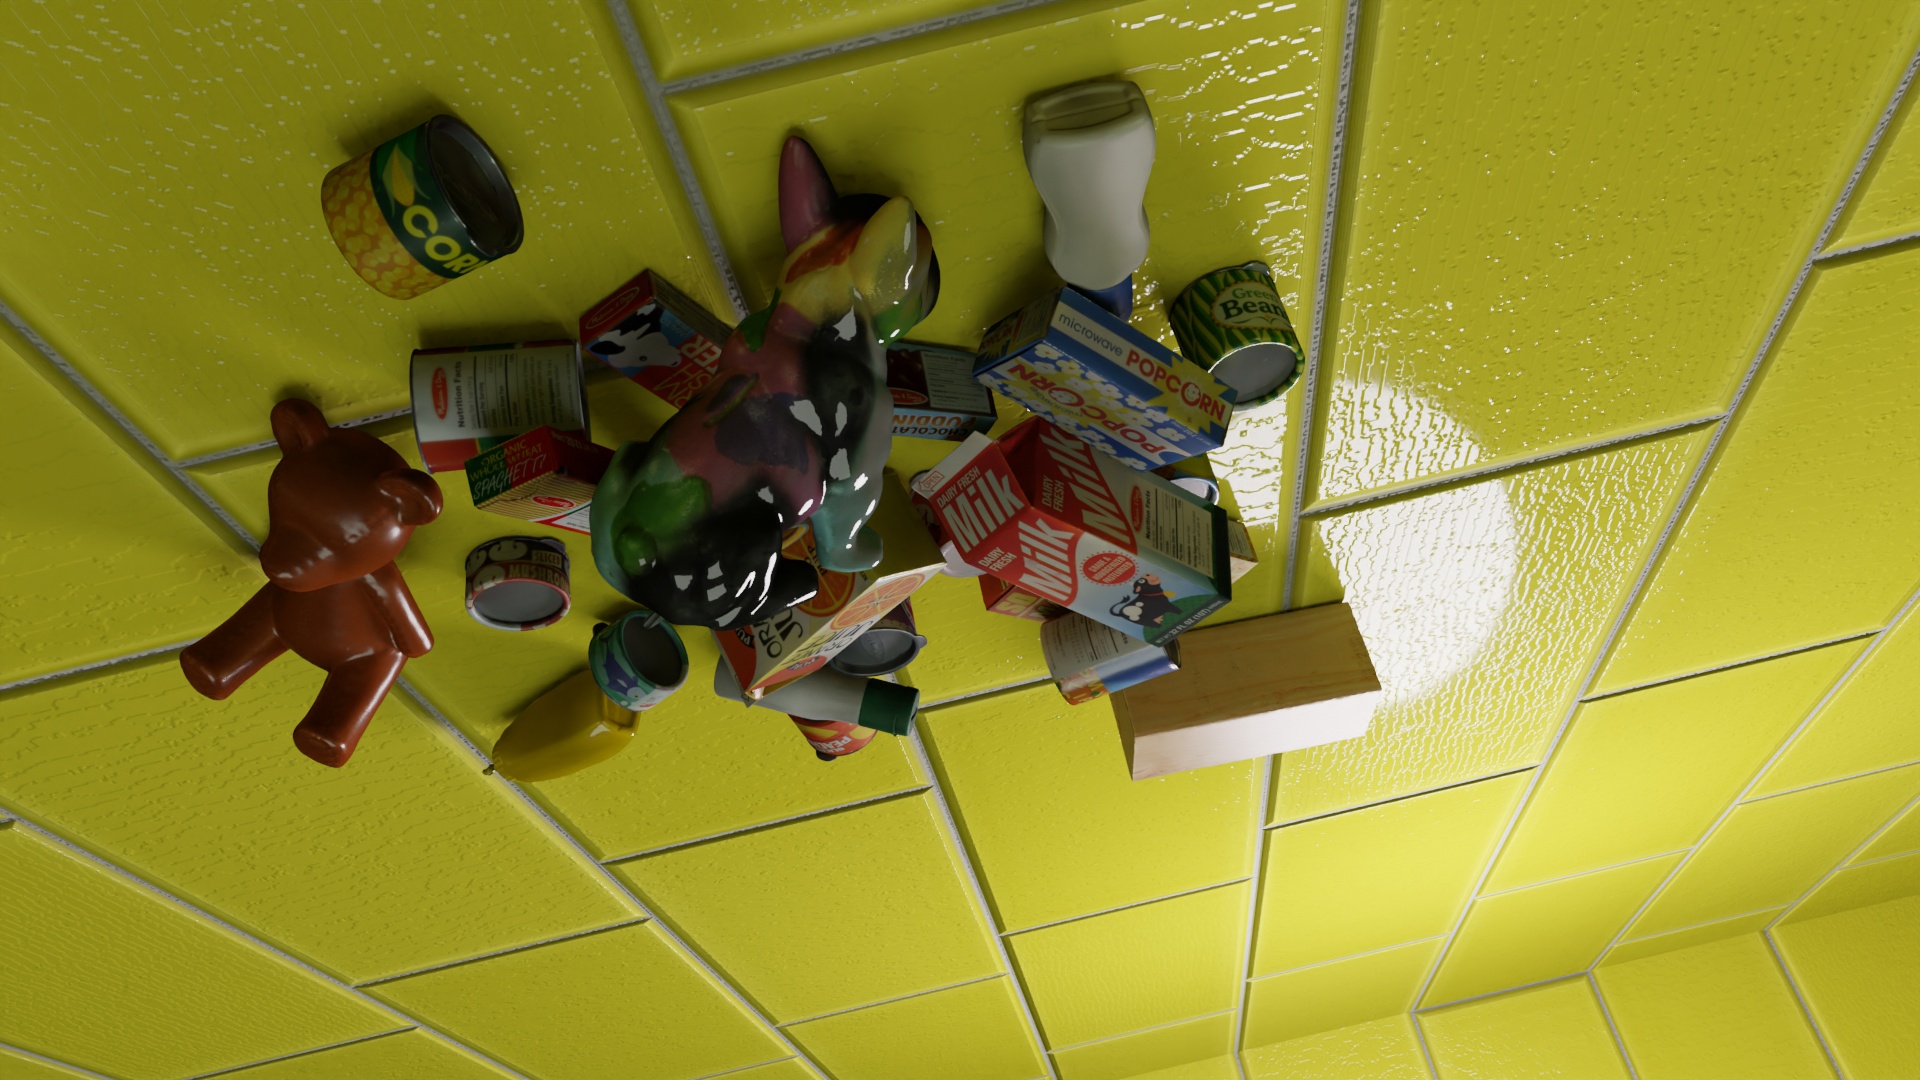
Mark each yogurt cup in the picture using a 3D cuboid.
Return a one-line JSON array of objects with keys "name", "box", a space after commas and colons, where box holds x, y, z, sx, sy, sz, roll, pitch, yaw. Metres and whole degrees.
[{"name": "yogurt cup", "box": [0.003, -0.012, 0.924, 0.072, 0.054, 0.072, -10, 147, -6]}]

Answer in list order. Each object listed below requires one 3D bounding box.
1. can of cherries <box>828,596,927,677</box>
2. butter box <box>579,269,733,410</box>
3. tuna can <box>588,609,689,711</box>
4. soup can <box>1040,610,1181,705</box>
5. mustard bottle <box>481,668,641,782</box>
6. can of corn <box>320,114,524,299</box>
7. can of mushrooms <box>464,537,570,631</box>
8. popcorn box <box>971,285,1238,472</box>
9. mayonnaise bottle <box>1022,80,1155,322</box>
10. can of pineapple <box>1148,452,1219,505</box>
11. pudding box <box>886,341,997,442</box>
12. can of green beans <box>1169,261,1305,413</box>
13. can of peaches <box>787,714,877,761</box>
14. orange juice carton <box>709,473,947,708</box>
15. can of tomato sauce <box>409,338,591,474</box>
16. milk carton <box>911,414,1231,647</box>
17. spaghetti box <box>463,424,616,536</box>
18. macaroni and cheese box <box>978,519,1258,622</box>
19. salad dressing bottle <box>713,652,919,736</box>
[{"name": "can of cherries", "box": [-0.063, 0.057, 0.999, 0.071, 0.058, 0.071, -9, 145, -6]}, {"name": "butter box", "box": [-0.153, -0.102, 0.763, 0.053, 0.024, 0.103, -29, 144, 22]}, {"name": "tuna can", "box": [-0.227, 0.081, 0.977, 0.032, 0.071, 0.071, -32, 142, 25]}, {"name": "soup can", "box": [0.109, 0.076, 1.003, 0.083, 0.071, 0.071, -22, 145, 16]}, {"name": "mustard bottle", "box": [-0.309, 0.149, 1.052, 0.160, 0.065, 0.048, -27, 139, 30]}, {"name": "can of corn", "box": [-0.241, -0.147, 0.625, 0.058, 0.071, 0.071, -21, 146, 13]}, {"name": "can of mushrooms", "box": [-0.286, 0.028, 0.904, 0.071, 0.033, 0.070, -8, 146, -6]}, {"name": "popcorn box", "box": [0.081, -0.089, 0.788, 0.126, 0.038, 0.085, 27, 161, -20]}, {"name": "mayonnaise bottle", "box": [0.070, -0.169, 0.726, 0.065, 0.041, 0.147, -12, 148, 1]}, {"name": "can of pineapple", "box": [0.130, -0.045, 0.912, 0.071, 0.058, 0.070, -9, 146, -6]}, {"name": "pudding box", "box": [-0.024, -0.087, 0.806, 0.084, 0.050, 0.030, 4, 148, -25]}, {"name": "can of green beans", "box": [0.163, -0.117, 0.817, 0.071, 0.058, 0.071, -9, 146, -6]}, {"name": "can of peaches", "box": [-0.101, 0.129, 1.082, 0.071, 0.071, 0.057, -15, 145, 4]}, {"name": "orange juice carton", "box": [-0.105, 0.039, 0.923, 0.192, 0.072, 0.073, -39, 164, 35]}, {"name": "can of tomato sauce", "box": [-0.243, -0.072, 0.741, 0.083, 0.071, 0.070, -6, 146, -11]}, {"name": "milk carton", "box": [0.069, -0.011, 0.843, 0.190, 0.074, 0.072, 25, 139, -24]}, {"name": "spaghetti box", "box": [-0.185, -0.020, 0.794, 0.050, 0.029, 0.250, -21, 167, 13]}, {"name": "macaroni and cheese box", "box": [0.115, 0.019, 1.020, 0.166, 0.040, 0.123, 13, 138, -33]}, {"name": "salad dressing bottle", "box": [-0.105, 0.110, 1.023, 0.148, 0.044, 0.064, 13, -173, 6]}]
